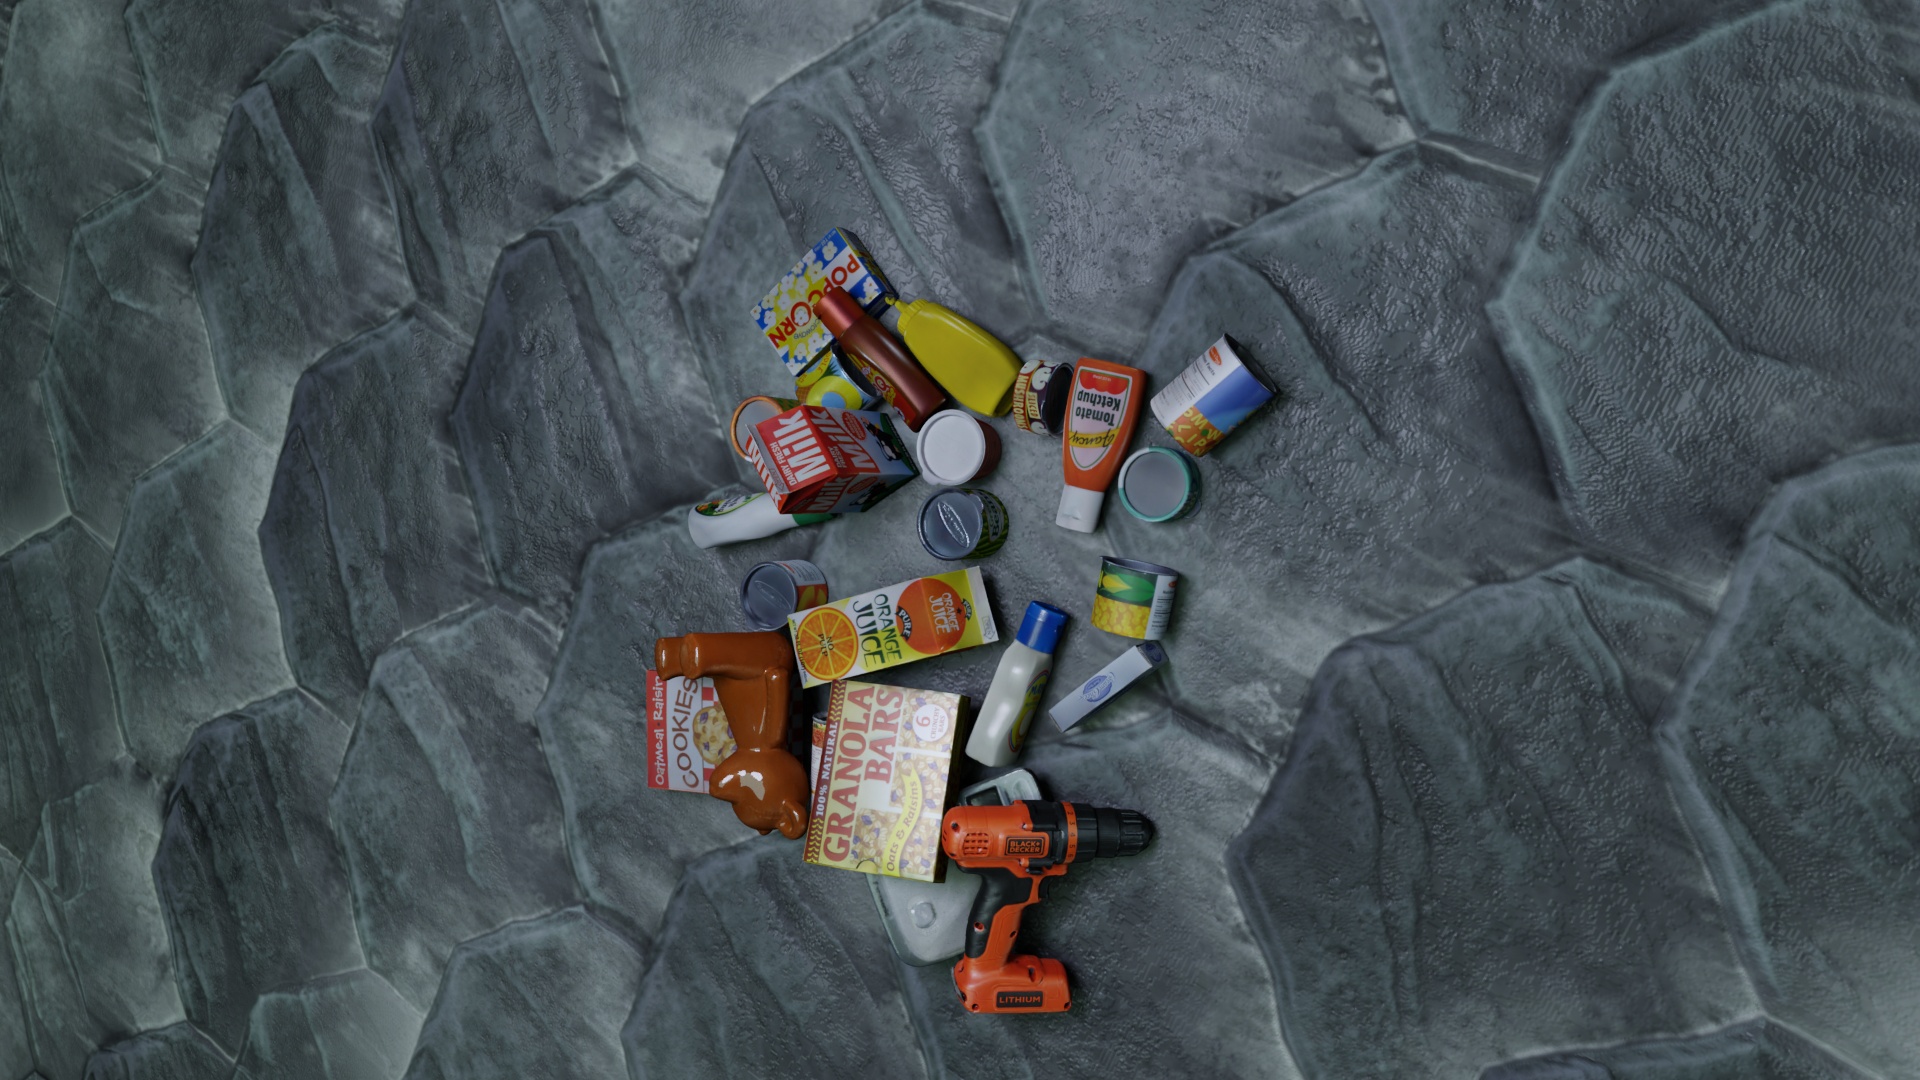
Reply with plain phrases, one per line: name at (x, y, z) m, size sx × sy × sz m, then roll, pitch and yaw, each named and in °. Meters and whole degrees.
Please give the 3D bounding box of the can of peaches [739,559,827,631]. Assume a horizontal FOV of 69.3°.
can of peaches at (-0.172, 0.054, 1.351) m, size 0.071 × 0.058 × 0.071 m, roll 1°, pitch 92°, yaw 26°

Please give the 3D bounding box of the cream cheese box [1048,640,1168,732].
cream cheese box at (0.129, 0.126, 1.204) m, size 0.103 × 0.053 × 0.024 m, roll -40°, pitch 76°, yaw 21°

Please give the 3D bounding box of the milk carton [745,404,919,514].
milk carton at (-0.123, -0.071, 1.250) m, size 0.073 × 0.191 × 0.072 m, roll -34°, pitch 76°, yaw 24°

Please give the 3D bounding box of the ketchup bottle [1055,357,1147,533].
ketchup bottle at (0.117, -0.082, 1.213) m, size 0.065 × 0.043 × 0.148 m, roll 15°, pitch 98°, yaw 22°

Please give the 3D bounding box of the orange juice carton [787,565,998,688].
orange juice carton at (-0.058, 0.080, 1.285) m, size 0.192 × 0.073 × 0.072 m, roll -16°, pitch 83°, yaw 25°

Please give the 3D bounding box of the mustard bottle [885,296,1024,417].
mustard bottle at (-0.010, -0.179, 1.272) m, size 0.160 × 0.049 × 0.065 m, roll 43°, pitch 108°, yaw 20°

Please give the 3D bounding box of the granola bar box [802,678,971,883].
granola bar box at (-0.065, 0.212, 1.233) m, size 0.124 × 0.039 × 0.166 m, roll 5°, pitch 78°, yaw 18°

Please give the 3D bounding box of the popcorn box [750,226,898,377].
popcorn box at (-0.132, -0.227, 1.338) m, size 0.126 × 0.038 × 0.085 m, roll -40°, pitch 75°, yaw 21°

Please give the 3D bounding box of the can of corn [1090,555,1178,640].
can of corn at (0.146, 0.049, 1.187) m, size 0.071 × 0.071 × 0.058 m, roll 14°, pitch 97°, yaw 26°

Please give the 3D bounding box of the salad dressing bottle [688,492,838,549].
salad dressing bottle at (-0.192, -0.026, 1.361) m, size 0.147 × 0.064 × 0.044 m, roll -11°, pitch 105°, yaw 18°

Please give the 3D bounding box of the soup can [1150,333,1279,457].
soup can at (0.212, -0.118, 1.155) m, size 0.083 × 0.071 × 0.071 m, roll -42°, pitch 73°, yaw 22°

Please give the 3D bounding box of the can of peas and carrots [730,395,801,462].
can of peas and carrots at (-0.182, -0.109, 1.353) m, size 0.071 × 0.059 × 0.071 m, roll 0°, pitch 91°, yaw 26°

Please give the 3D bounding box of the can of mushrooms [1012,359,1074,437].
can of mushrooms at (0.074, -0.124, 1.219) m, size 0.033 × 0.071 × 0.071 m, roll 11°, pitch 96°, yaw 28°

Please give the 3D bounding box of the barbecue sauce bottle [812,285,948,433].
barbecue sauce bottle at (-0.074, -0.168, 1.279) m, size 0.044 × 0.064 × 0.148 m, roll -41°, pitch 88°, yaw -13°

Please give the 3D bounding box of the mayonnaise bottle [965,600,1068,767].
mayonnaise bottle at (0.053, 0.128, 1.239) m, size 0.041 × 0.065 × 0.148 m, roll 25°, pitch 98°, yaw 25°

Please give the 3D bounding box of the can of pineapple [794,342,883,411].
can of pineapple at (-0.116, -0.146, 1.315) m, size 0.057 × 0.071 × 0.071 m, roll -37°, pitch 75°, yaw 23°

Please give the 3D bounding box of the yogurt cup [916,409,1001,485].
yogurt cup at (0.002, -0.084, 1.264) m, size 0.072 × 0.054 × 0.072 m, roll 0°, pitch 91°, yaw 26°

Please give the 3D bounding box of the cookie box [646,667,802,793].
cookie box at (-0.239, 0.191, 1.395) m, size 0.167 × 0.040 × 0.123 m, roll 0°, pitch 91°, yaw 27°

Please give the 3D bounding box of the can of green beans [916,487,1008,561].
can of green beans at (0.003, -0.015, 1.262) m, size 0.071 × 0.058 × 0.071 m, roll 0°, pitch 91°, yaw 27°

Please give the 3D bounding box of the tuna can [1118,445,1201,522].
tuna can at (0.172, -0.046, 1.192) m, size 0.071 × 0.033 × 0.071 m, roll 0°, pitch 91°, yaw 27°
